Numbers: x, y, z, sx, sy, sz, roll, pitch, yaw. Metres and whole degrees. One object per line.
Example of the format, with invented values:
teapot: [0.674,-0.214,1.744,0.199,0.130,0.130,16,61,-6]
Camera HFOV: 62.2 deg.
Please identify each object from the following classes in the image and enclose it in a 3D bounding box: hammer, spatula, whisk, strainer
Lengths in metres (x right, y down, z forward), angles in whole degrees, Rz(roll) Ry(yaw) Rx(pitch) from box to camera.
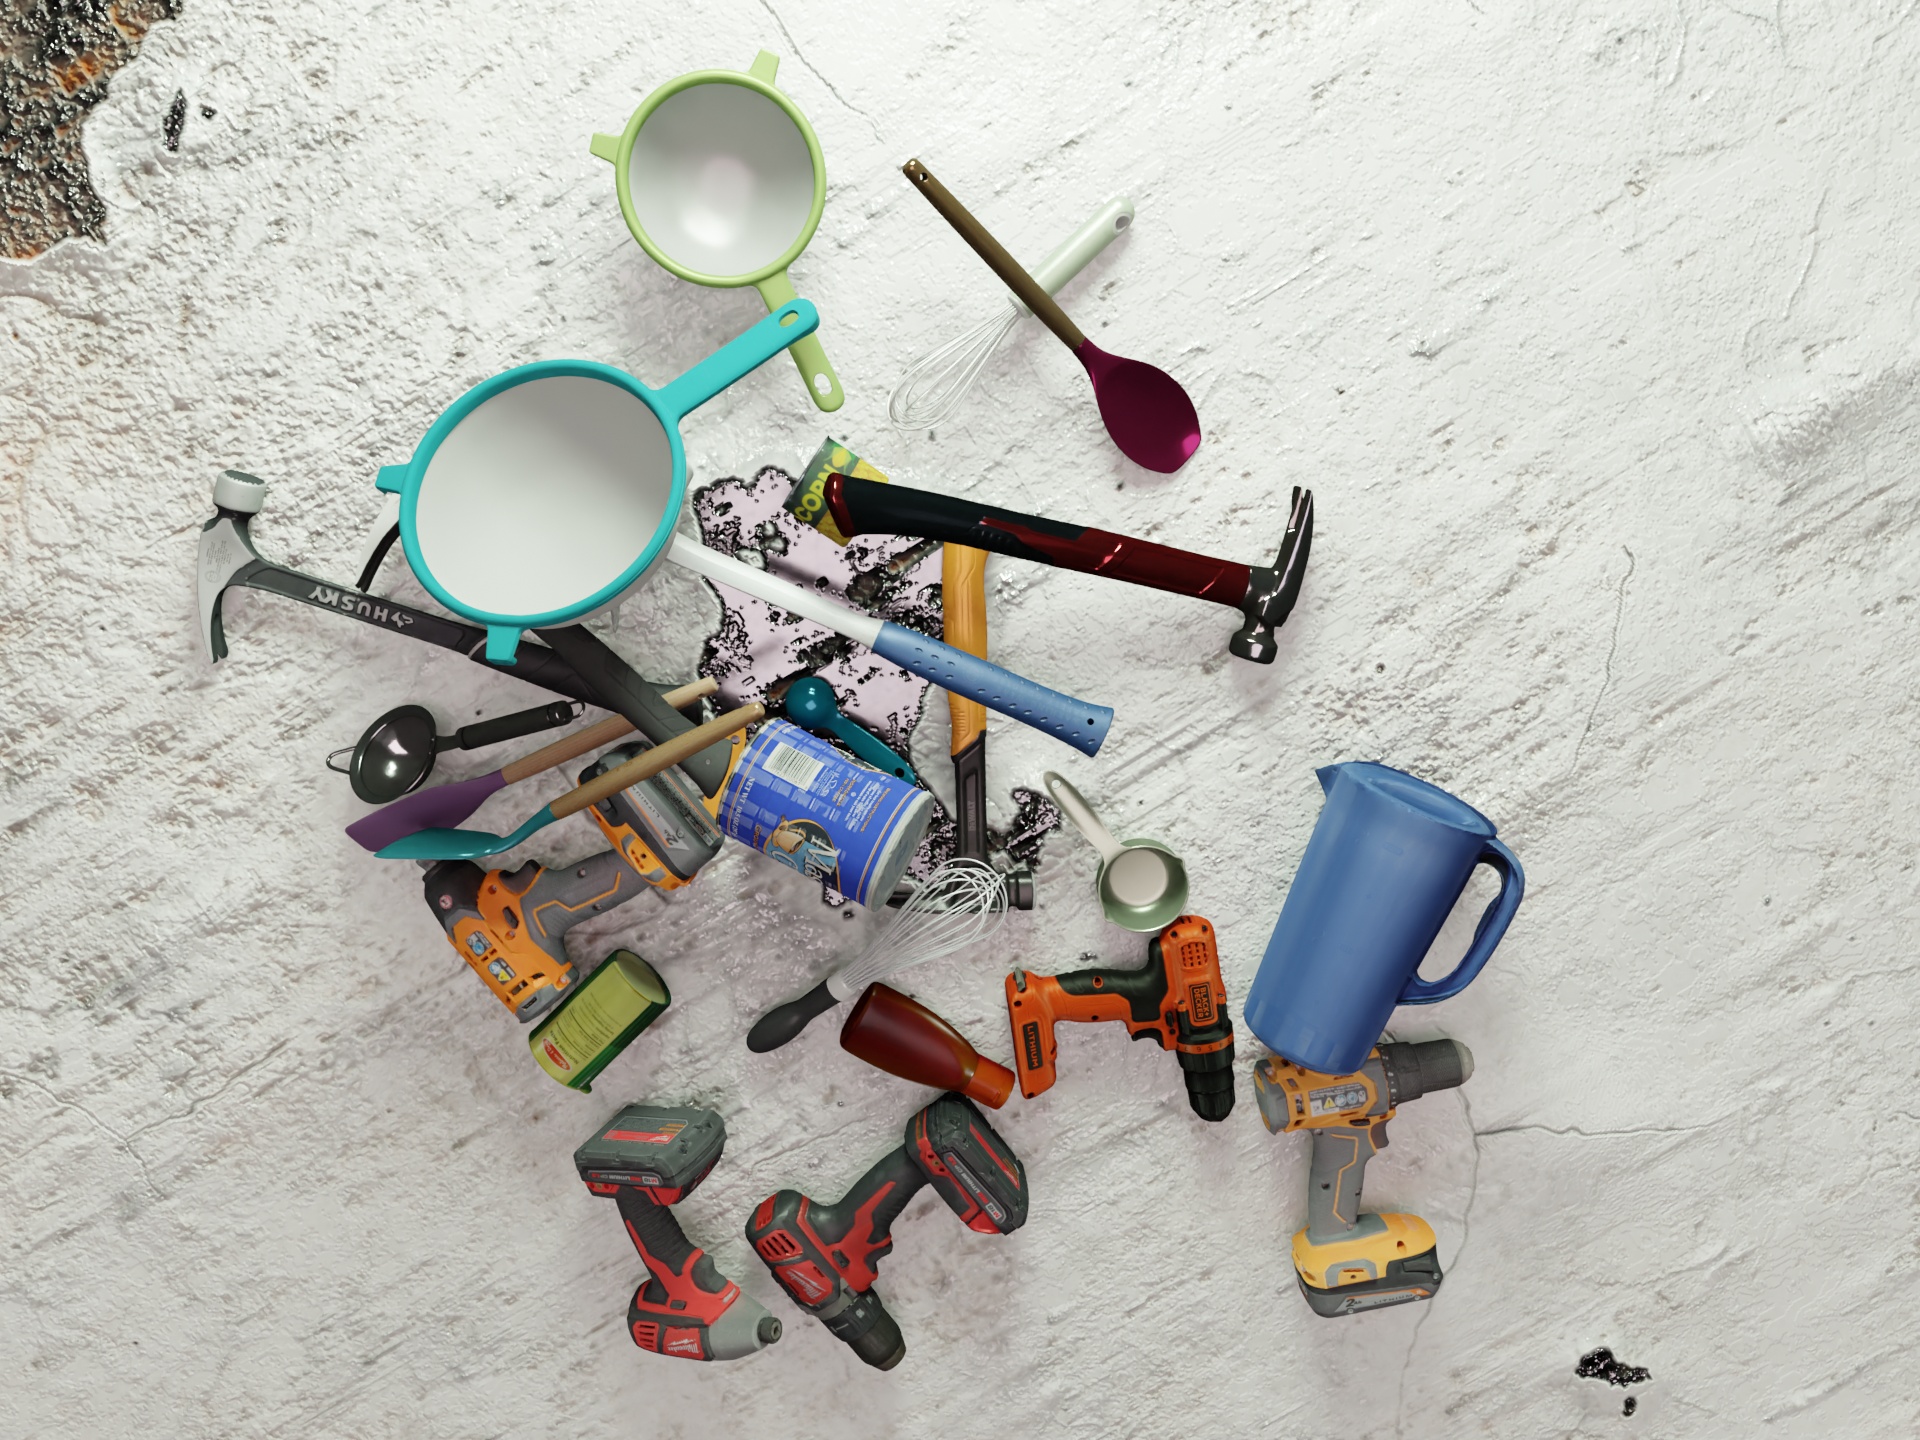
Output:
hammer: [-0.399,-0.061,1.257,0.409,0.036,0.149,19,103,-7]
spatula: [-0.289,0.048,1.195,0.317,0.082,0.044,-25,96,13]
hammer: [-0.306,-0.061,1.216,0.335,0.035,0.146,43,80,-2]
whisk: [-0.073,0.200,1.303,0.284,0.070,0.070,-36,103,23]
whisk: [0.038,-0.310,1.212,0.246,0.059,0.057,-42,145,4]
strainer: [-0.387,0.017,1.234,0.258,0.087,0.050,-13,150,29]
hammer: [-0.076,-0.064,1.222,0.405,0.035,0.144,23,70,-4]
strainer: [-0.150,-0.349,1.182,0.151,0.069,0.256,-26,105,2]
strainer: [-0.237,-0.186,1.160,0.340,0.095,0.211,-36,68,-6]
spatula: [-0.336,0.035,1.259,0.316,0.018,0.059,-24,144,4]
hammer: [-0.002,-0.004,1.287,0.127,0.034,0.336,-1,103,-3]
hammer: [0.087,-0.148,1.218,0.386,0.038,0.143,11,102,-17]

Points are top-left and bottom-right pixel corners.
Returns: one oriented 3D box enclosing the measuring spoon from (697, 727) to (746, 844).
measuring spoon: [-0.198,0.056,1.307,0.021,0.011,0.117,20,99,6]

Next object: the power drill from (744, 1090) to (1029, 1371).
power drill: [-0.049,0.447,1.373,0.226,0.080,0.187,-35,102,9]

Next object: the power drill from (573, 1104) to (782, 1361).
power drill: [-0.233,0.441,1.342,0.143,0.078,0.219,-4,108,28]

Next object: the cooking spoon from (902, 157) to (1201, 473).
cooking spoon: [0.071,-0.301,1.192,0.318,0.017,0.069,41,92,-26]

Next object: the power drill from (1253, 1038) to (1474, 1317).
power drill: [0.360,0.384,1.374,0.185,0.084,0.226,-11,99,-1]

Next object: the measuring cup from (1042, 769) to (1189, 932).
measuring cup: [0.121,0.101,1.316,0.083,0.038,0.167,-39,100,7]

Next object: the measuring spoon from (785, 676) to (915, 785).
measuring spoon: [-0.089,0.013,1.276,0.128,0.021,0.042,37,104,7]

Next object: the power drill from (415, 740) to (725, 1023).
power drill: [-0.322,0.117,1.278,0.226,0.084,0.164,-39,95,10]
